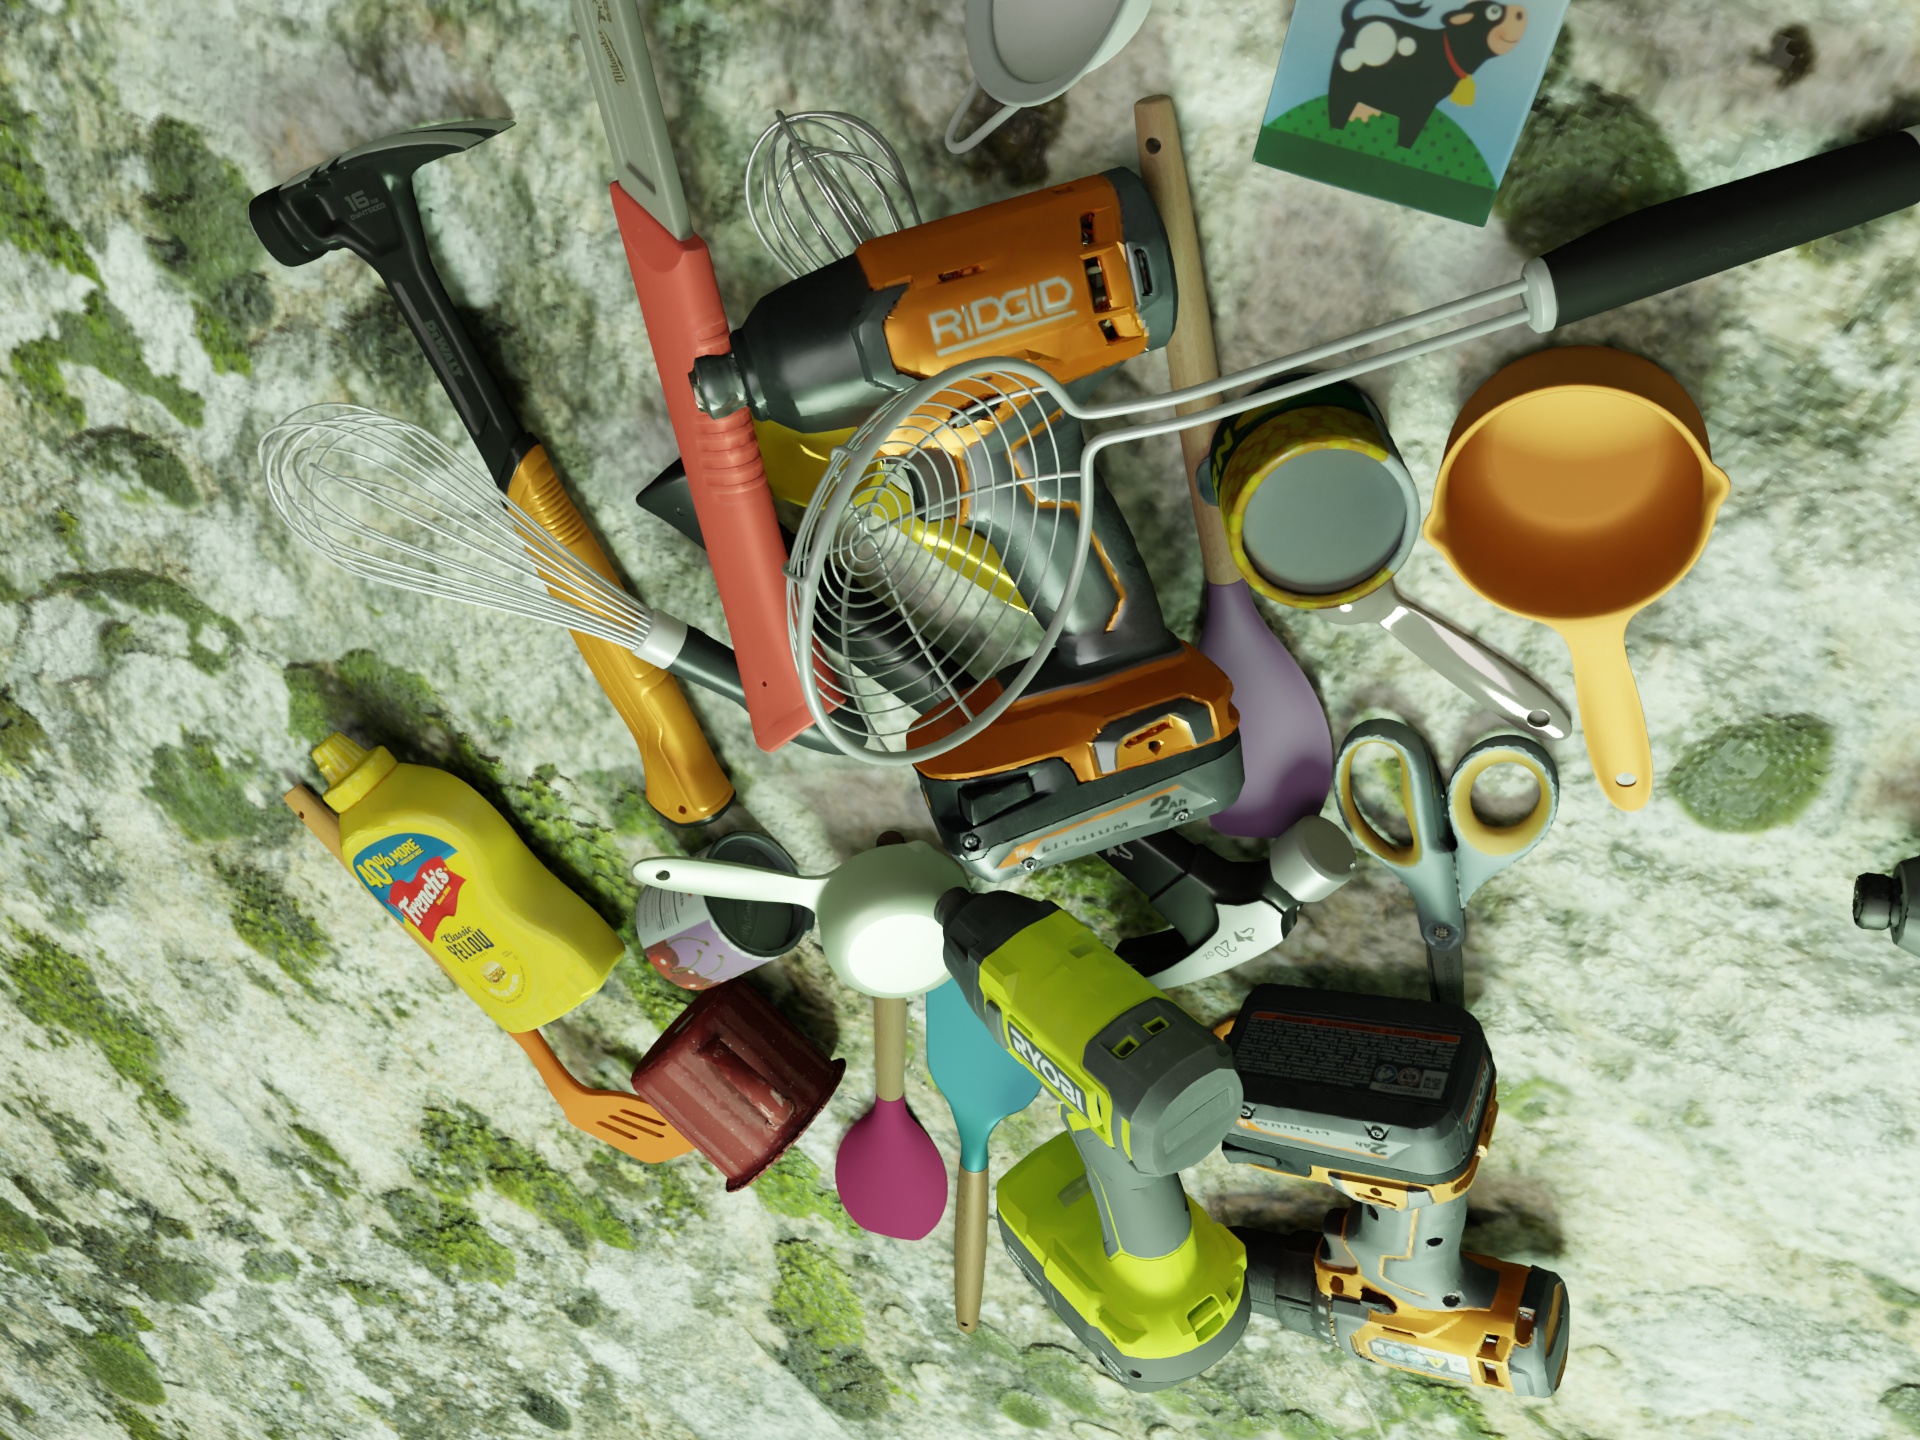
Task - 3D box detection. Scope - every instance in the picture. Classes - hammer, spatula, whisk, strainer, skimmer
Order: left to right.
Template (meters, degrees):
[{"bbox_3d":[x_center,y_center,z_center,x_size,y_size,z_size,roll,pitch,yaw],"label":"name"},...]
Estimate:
[{"bbox_3d":[-0.274,0.155,0.940,0.081,0.041,0.322,-32,103,36],"label":"spatula"},{"bbox_3d":[-0.179,-0.092,0.709,0.127,0.034,0.336,-8,121,29],"label":"hammer"},{"bbox_3d":[-0.155,-0.049,0.673,0.284,0.070,0.070,28,134,-27],"label":"whisk"},{"bbox_3d":[-0.110,-0.151,0.593,0.149,0.037,0.358,13,127,38],"label":"hammer"},{"bbox_3d":[-0.001,-0.002,0.694,0.334,0.035,0.146,38,135,-4],"label":"hammer"},{"bbox_3d":[0.000,-0.121,0.606,0.058,0.059,0.246,-32,115,8],"label":"whisk"},{"bbox_3d":[0.012,0.252,0.889,0.082,0.044,0.317,13,133,12],"label":"spatula"},{"bbox_3d":[0.057,-0.286,0.463,0.087,0.050,0.258,55,136,38],"label":"strainer"},{"bbox_3d":[0.101,-0.078,0.611,0.060,0.018,0.315,0,125,24],"label":"spatula"},{"bbox_3d":[0.121,-0.087,0.466,0.363,0.090,0.127,-18,139,6],"label":"skimmer"}]

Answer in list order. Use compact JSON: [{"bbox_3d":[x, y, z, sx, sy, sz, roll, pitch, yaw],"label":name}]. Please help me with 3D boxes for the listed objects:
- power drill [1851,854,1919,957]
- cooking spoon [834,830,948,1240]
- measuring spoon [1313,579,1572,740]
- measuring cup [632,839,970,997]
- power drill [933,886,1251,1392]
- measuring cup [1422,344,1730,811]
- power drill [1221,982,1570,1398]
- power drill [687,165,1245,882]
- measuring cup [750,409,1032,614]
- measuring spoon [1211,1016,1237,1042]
[{"bbox_3d":[0.384,0.007,0.519,0.143,0.079,0.219,3,128,21],"label":"power drill"},{"bbox_3d":[-0.039,0.184,0.861,0.069,0.017,0.318,10,127,10],"label":"cooking spoon"},{"bbox_3d":[0.185,-0.025,0.614,0.124,0.018,0.034,33,130,-4],"label":"measuring spoon"},{"bbox_3d":[-0.071,0.092,0.749,0.167,0.038,0.083,11,123,-20],"label":"measuring cup"},{"bbox_3d":[0.058,0.184,0.724,0.171,0.080,0.223,36,147,46],"label":"power drill"},{"bbox_3d":[0.223,-0.049,0.560,0.095,0.052,0.173,-8,123,27],"label":"measuring cup"},{"bbox_3d":[0.182,0.230,0.762,0.185,0.084,0.226,1,130,34],"label":"power drill"},{"bbox_3d":[0.008,-0.062,0.566,0.164,0.084,0.226,-17,113,-5],"label":"power drill"},{"bbox_3d":[-0.016,-0.091,0.653,0.156,0.029,0.062,32,131,-17],"label":"measuring cup"},{"bbox_3d":[0.118,0.186,0.801,0.021,0.011,0.116,27,130,3],"label":"measuring spoon"}]
